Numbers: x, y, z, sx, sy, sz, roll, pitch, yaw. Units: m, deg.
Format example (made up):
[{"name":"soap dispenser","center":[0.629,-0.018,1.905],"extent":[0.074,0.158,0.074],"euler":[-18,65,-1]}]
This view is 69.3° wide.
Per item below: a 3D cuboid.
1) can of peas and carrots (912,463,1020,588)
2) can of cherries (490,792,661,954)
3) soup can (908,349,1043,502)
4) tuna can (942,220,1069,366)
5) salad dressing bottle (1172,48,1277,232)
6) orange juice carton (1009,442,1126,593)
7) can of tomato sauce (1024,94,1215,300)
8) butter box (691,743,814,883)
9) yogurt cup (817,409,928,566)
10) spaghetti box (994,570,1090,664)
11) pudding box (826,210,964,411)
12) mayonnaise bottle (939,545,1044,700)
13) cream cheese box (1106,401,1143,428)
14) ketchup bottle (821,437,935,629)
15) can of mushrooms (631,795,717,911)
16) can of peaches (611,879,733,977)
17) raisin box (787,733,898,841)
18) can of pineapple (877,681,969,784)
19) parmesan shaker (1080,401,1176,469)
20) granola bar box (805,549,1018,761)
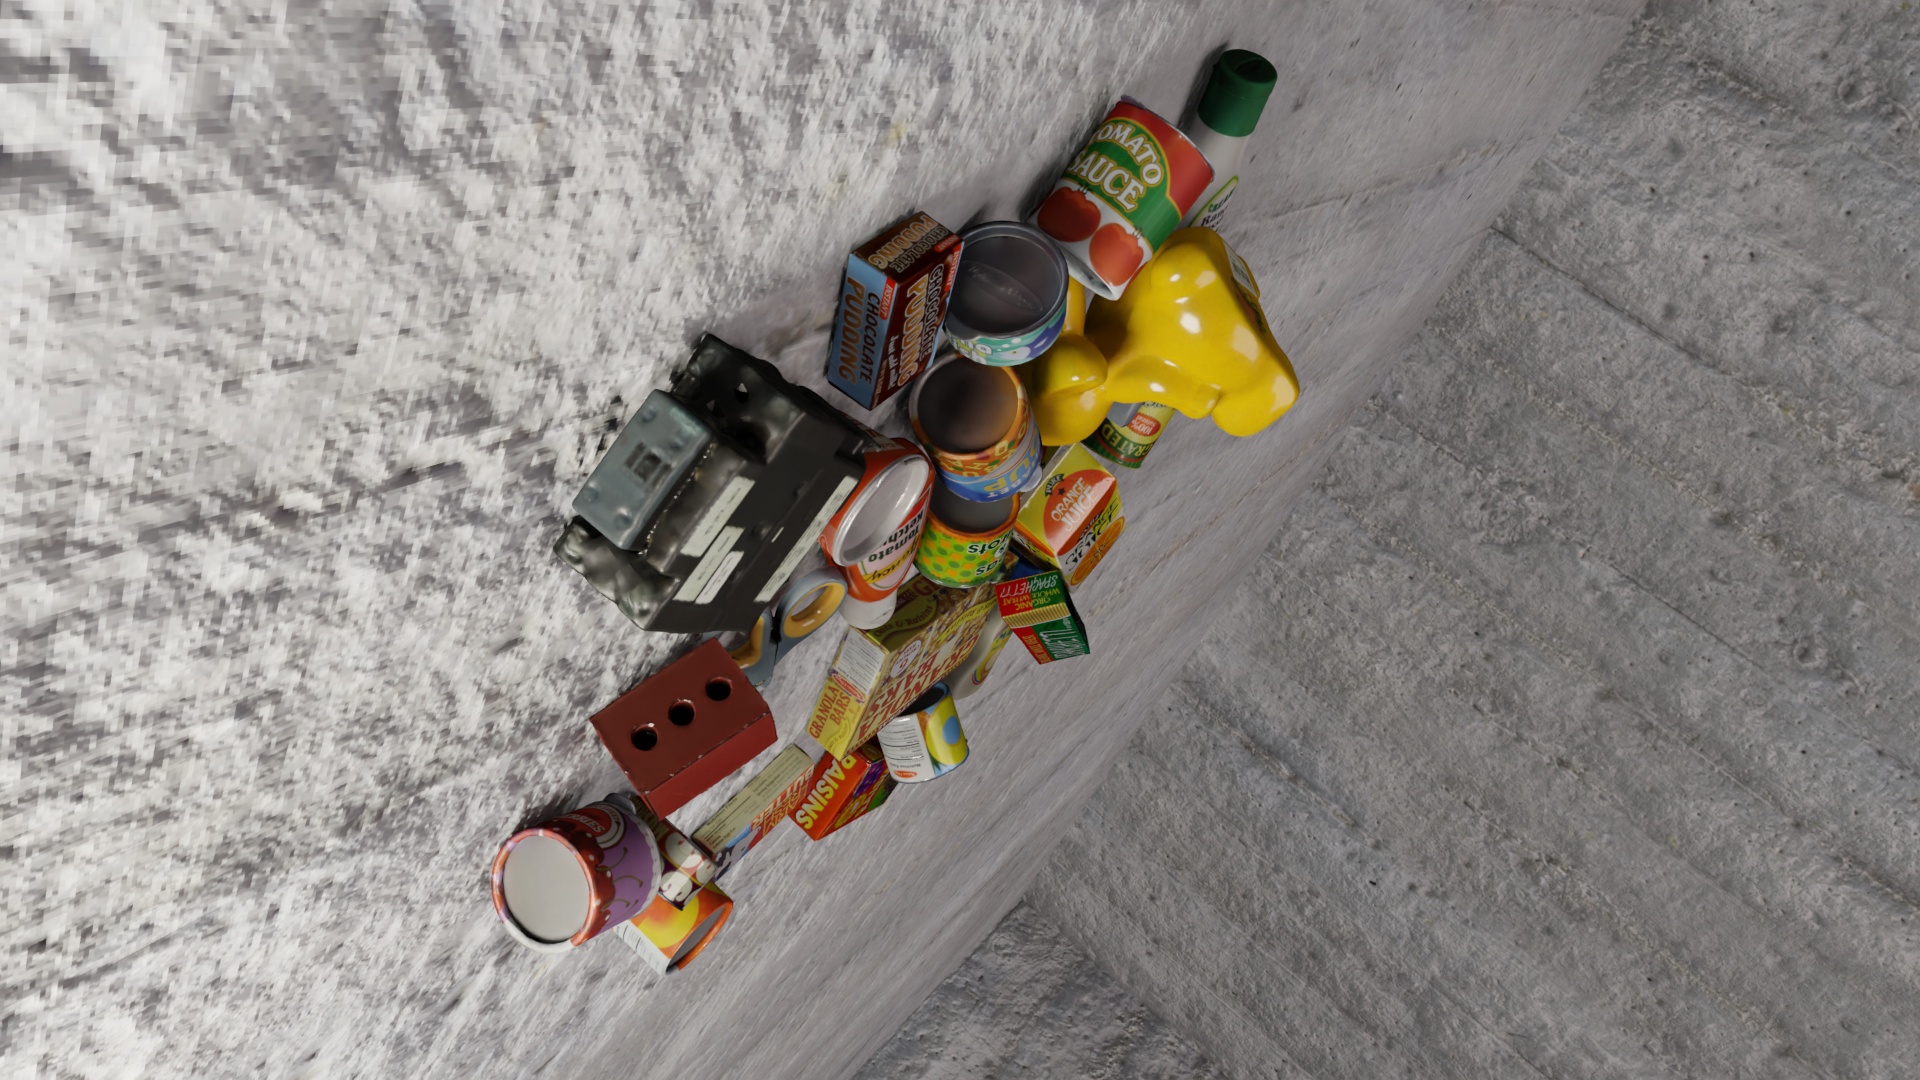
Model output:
[{"name":"can of peas and carrots","center":[0.003,-0.011,0.881],"extent":[0.071,0.071,0.058],"euler":[-42,162,-31]},{"name":"can of cherries","center":[-0.200,0.172,0.725],"extent":[0.071,0.071,0.058],"euler":[-56,163,16]},{"name":"soup can","center":[0.012,-0.063,0.789],"extent":[0.071,0.071,0.083],"euler":[-50,164,-6]},{"name":"tuna can","center":[0.019,-0.120,0.688],"extent":[0.071,0.071,0.032],"euler":[-48,165,-13]},{"name":"salad dressing bottle","center":[0.152,-0.232,0.864],"extent":[0.064,0.044,0.146],"euler":[-37,159,-35]},{"name":"orange juice carton","center":[0.071,-0.025,1.041],"extent":[0.072,0.073,0.192],"euler":[-51,164,-4]},{"name":"can of tomato sauce","center":[0.083,-0.181,0.739],"extent":[0.083,0.071,0.071],"euler":[-52,165,2]},{"name":"butter box","center":[-0.149,0.196,1.000],"extent":[0.104,0.024,0.052],"euler":[-42,161,-33]},{"name":"yogurt cup","center":[-0.058,-0.029,0.697],"extent":[0.072,0.054,0.072],"euler":[-47,164,-18]},{"name":"spaghetti box","center":[0.071,0.067,1.134],"extent":[0.050,0.029,0.249],"euler":[-13,165,7]},{"name":"pudding box","center":[-0.031,-0.106,0.645],"extent":[0.050,0.030,0.083],"euler":[-42,162,-36]},{"name":"mayonnaise bottle","center":[0.026,0.069,1.185],"extent":[0.065,0.041,0.147],"euler":[-27,151,-54]},{"name":"cream cheese box","center":[0.121,-0.136,0.971],"extent":[0.103,0.053,0.024],"euler":[-59,165,25]},{"name":"ketchup bottle","center":[-0.051,0.002,0.805],"extent":[0.065,0.043,0.148],"euler":[-34,159,-23]},{"name":"can of mushrooms","center":[-0.177,0.180,0.808],"extent":[0.033,0.071,0.070],"euler":[-48,164,-14]},{"name":"can of peaches","center":[-0.191,0.243,0.919],"extent":[0.071,0.058,0.071],"euler":[-46,163,-18]},{"name":"raisin box","center":[-0.083,0.193,1.157],"extent":[0.086,0.040,0.123],"euler":[-56,164,16]},{"name":"can of pineapple","center":[-0.031,0.150,1.096],"extent":[0.071,0.071,0.057],"euler":[-35,115,-47]},{"name":"parmesan shaker","center":[0.131,-0.114,1.033],"extent":[0.102,0.071,0.071],"euler":[-59,163,21]},{"name":"granola bar box","center":[-0.034,0.077,1.033],"extent":[0.166,0.039,0.123],"euler":[-35,158,-47]}]
